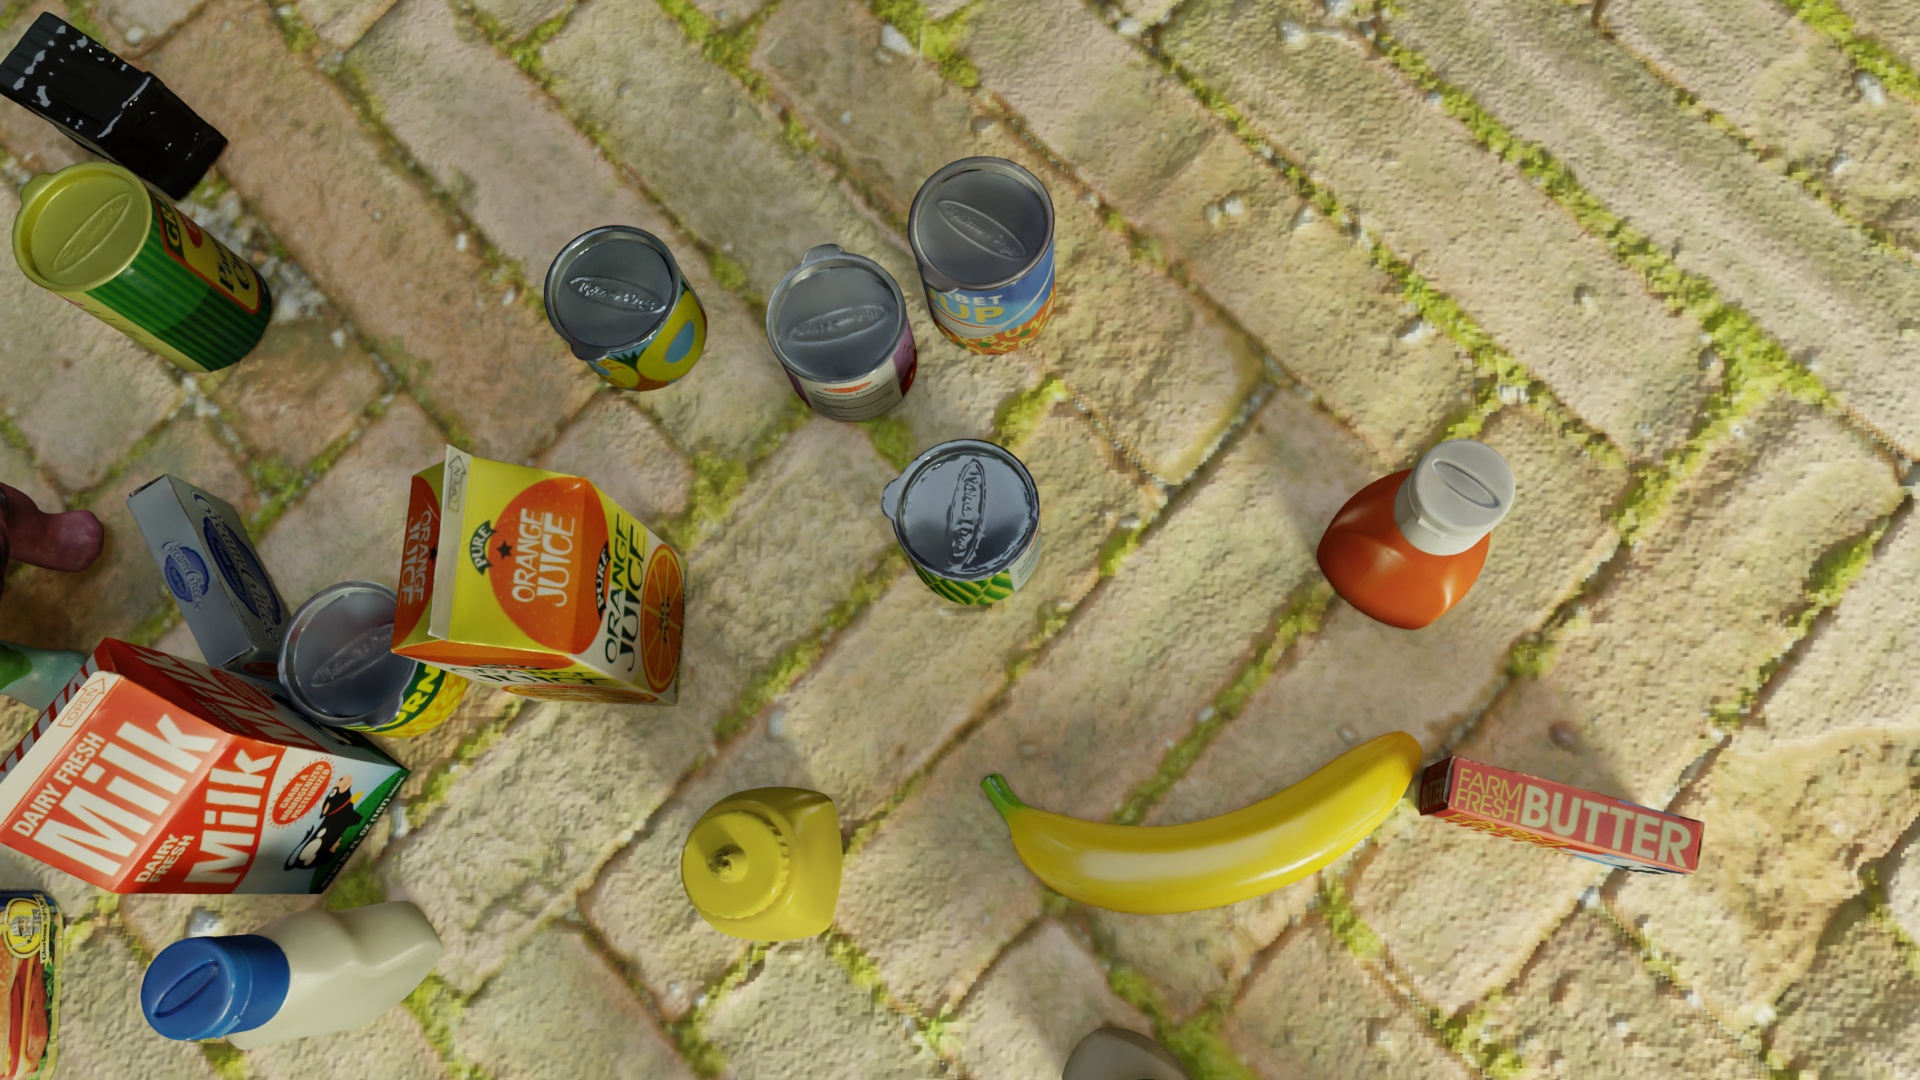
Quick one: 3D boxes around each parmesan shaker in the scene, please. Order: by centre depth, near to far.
[{"bbox_3d":[-0.401,-0.134,0.686,0.071,0.103,0.071,-1,76,4],"label":"parmesan shaker"}]

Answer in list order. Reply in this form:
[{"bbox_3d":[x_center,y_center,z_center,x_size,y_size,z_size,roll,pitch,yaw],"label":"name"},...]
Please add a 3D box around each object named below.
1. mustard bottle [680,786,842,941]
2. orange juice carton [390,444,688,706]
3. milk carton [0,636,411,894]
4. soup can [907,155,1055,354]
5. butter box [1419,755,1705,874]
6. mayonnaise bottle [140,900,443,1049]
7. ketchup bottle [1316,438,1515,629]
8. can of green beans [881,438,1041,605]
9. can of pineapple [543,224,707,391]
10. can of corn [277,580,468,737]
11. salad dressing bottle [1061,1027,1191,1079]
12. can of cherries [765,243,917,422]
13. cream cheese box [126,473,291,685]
[{"bbox_3d":[-0.081,0.130,0.562,0.049,0.160,0.065,-2,76,4],"label":"mustard bottle"},{"bbox_3d":[-0.176,0.022,0.581,0.073,0.192,0.072,1,76,5],"label":"orange juice carton"},{"bbox_3d":[-0.317,0.097,0.574,0.073,0.190,0.072,32,81,12],"label":"milk carton"},{"bbox_3d":[0.011,-0.131,0.663,0.071,0.083,0.071,-1,76,4],"label":"soup can"},{"bbox_3d":[0.253,0.119,0.594,0.103,0.053,0.024,14,78,8],"label":"butter box"},{"bbox_3d":[-0.273,0.178,0.571,0.065,0.147,0.041,-40,76,-6],"label":"mayonnaise bottle"},{"bbox_3d":[0.191,-0.002,0.581,0.065,0.148,0.043,38,82,12],"label":"ketchup bottle"},{"bbox_3d":[0.004,-0.007,0.644,0.071,0.057,0.071,-1,76,4],"label":"can of green beans"},{"bbox_3d":[-0.165,-0.112,0.685,0.071,0.057,0.071,-1,76,4],"label":"can of pineapple"},{"bbox_3d":[-0.270,0.059,0.648,0.071,0.058,0.071,-1,76,4],"label":"can of corn"},{"bbox_3d":[0.069,0.221,0.533,0.064,0.147,0.044,36,81,12],"label":"salad dressing bottle"},{"bbox_3d":[-0.056,-0.099,0.673,0.071,0.058,0.071,-1,76,4],"label":"can of cherries"},{"bbox_3d":[-0.355,0.021,0.668,0.024,0.053,0.104,-34,75,-4],"label":"cream cheese box"}]
